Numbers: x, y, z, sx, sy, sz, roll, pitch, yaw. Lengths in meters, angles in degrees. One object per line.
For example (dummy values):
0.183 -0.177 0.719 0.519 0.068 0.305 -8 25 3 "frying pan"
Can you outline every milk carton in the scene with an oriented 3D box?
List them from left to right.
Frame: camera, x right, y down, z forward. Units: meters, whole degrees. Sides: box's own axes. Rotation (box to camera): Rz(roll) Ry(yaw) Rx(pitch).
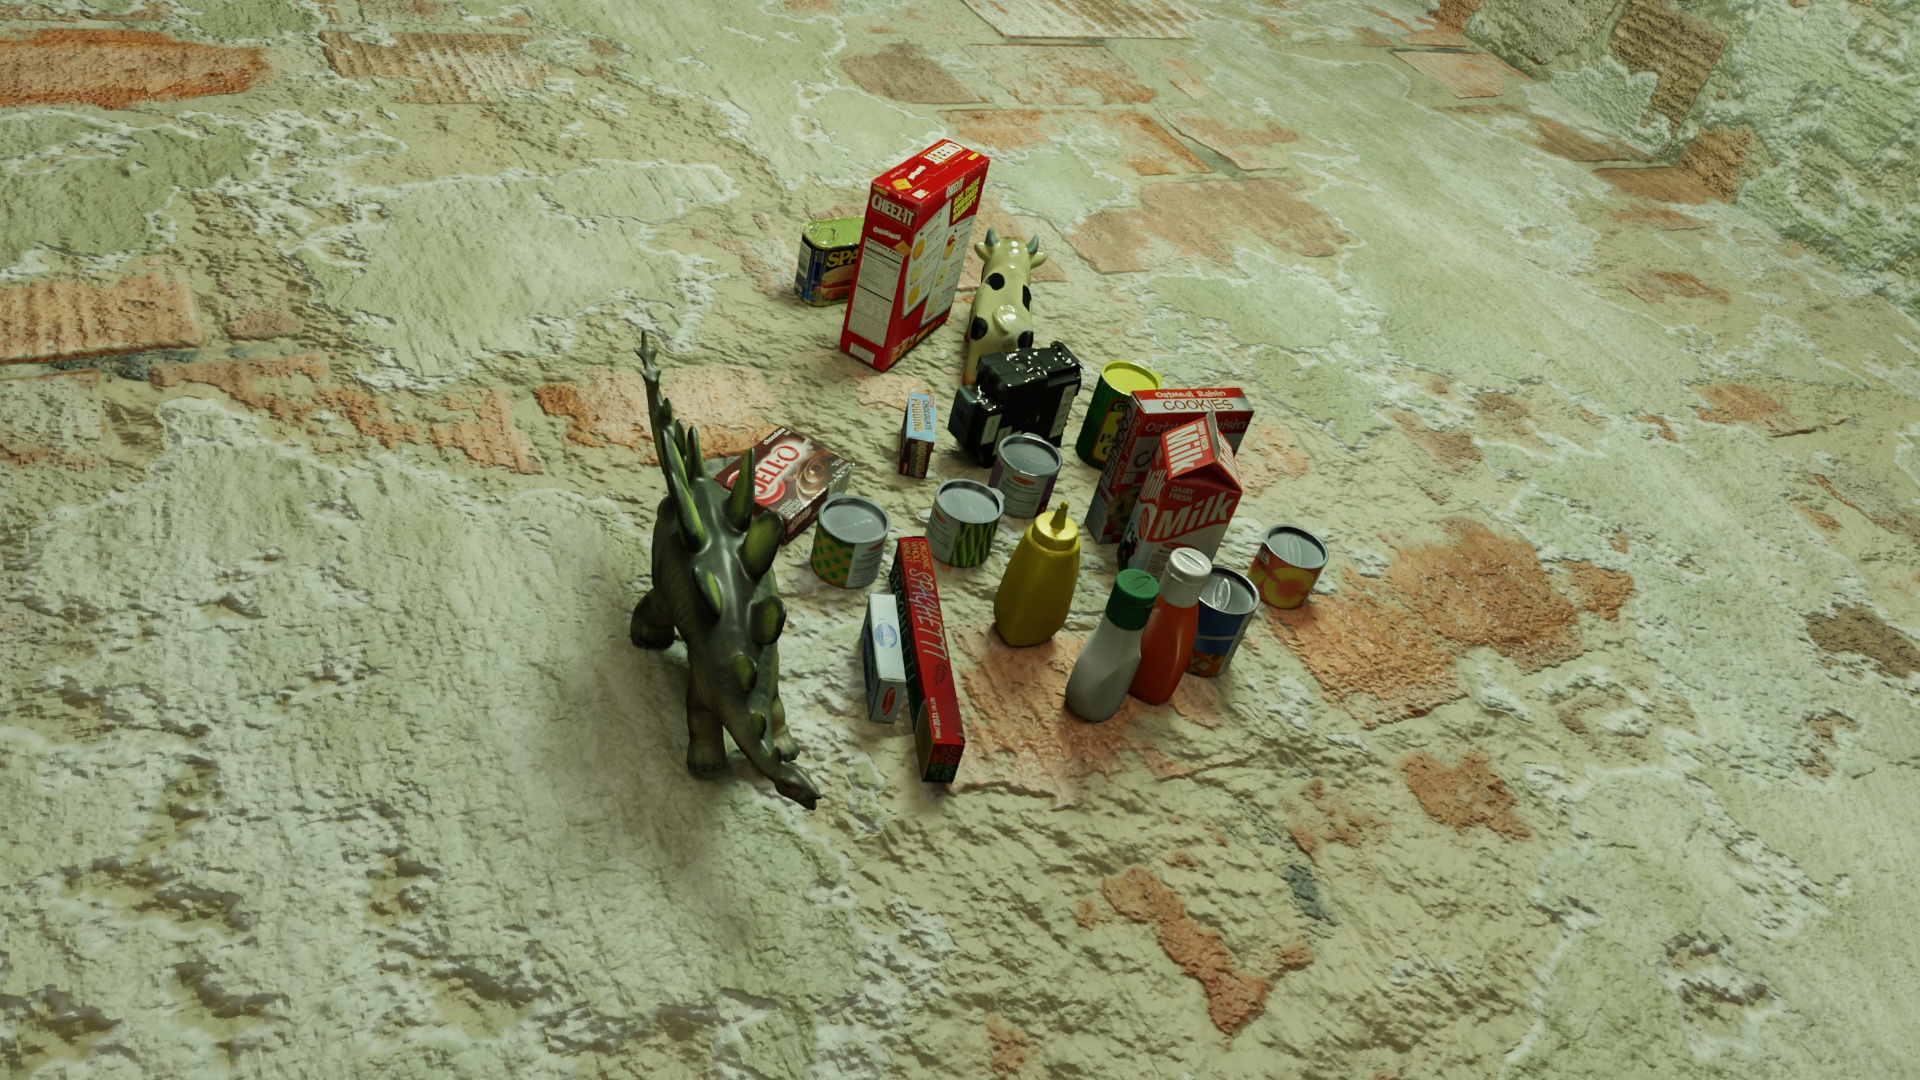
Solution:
0.211 -0.031 1.312 0.073 0.189 0.073 10 39 -7 "milk carton"

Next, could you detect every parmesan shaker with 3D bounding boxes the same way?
0.171 -0.132 1.487 0.071 0.102 0.072 10 39 -8 "parmesan shaker"

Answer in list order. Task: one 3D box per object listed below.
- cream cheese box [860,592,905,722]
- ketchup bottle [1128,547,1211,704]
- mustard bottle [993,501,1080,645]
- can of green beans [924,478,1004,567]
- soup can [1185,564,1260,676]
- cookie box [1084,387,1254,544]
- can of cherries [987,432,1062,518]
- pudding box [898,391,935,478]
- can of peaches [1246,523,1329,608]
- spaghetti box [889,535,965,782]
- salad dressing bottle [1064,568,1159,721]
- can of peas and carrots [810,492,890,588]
-0.066 0.098 1.173 0.024 0.053 0.104 5 40 -14 "cream cheese box"
0.178 0.073 1.210 0.065 0.148 0.044 36 43 23 "ketchup bottle"
0.074 0.023 1.224 0.065 0.159 0.049 -8 45 -27 "mustard bottle"
0.003 -0.016 1.328 0.071 0.057 0.071 10 39 -8 "can of green beans"
0.227 0.073 1.277 0.071 0.083 0.072 10 39 -8 "soup can"
0.205 -0.074 1.379 0.123 0.166 0.040 -4 43 -23 "cookie box"
0.065 -0.066 1.408 0.071 0.058 0.072 10 39 -8 "can of cherries"
-0.044 -0.109 1.429 0.030 0.049 0.084 10 39 -8 "pudding box"
0.324 0.026 1.387 0.071 0.057 0.071 10 39 -8 "can of peaches"
-0.031 0.094 1.191 0.029 0.049 0.251 4 41 -14 "spaghetti box"
0.130 0.089 1.175 0.064 0.146 0.044 -21 52 -37 "salad dressing bottle"
-0.103 0.000 1.273 0.071 0.058 0.071 10 39 -8 "can of peas and carrots"
